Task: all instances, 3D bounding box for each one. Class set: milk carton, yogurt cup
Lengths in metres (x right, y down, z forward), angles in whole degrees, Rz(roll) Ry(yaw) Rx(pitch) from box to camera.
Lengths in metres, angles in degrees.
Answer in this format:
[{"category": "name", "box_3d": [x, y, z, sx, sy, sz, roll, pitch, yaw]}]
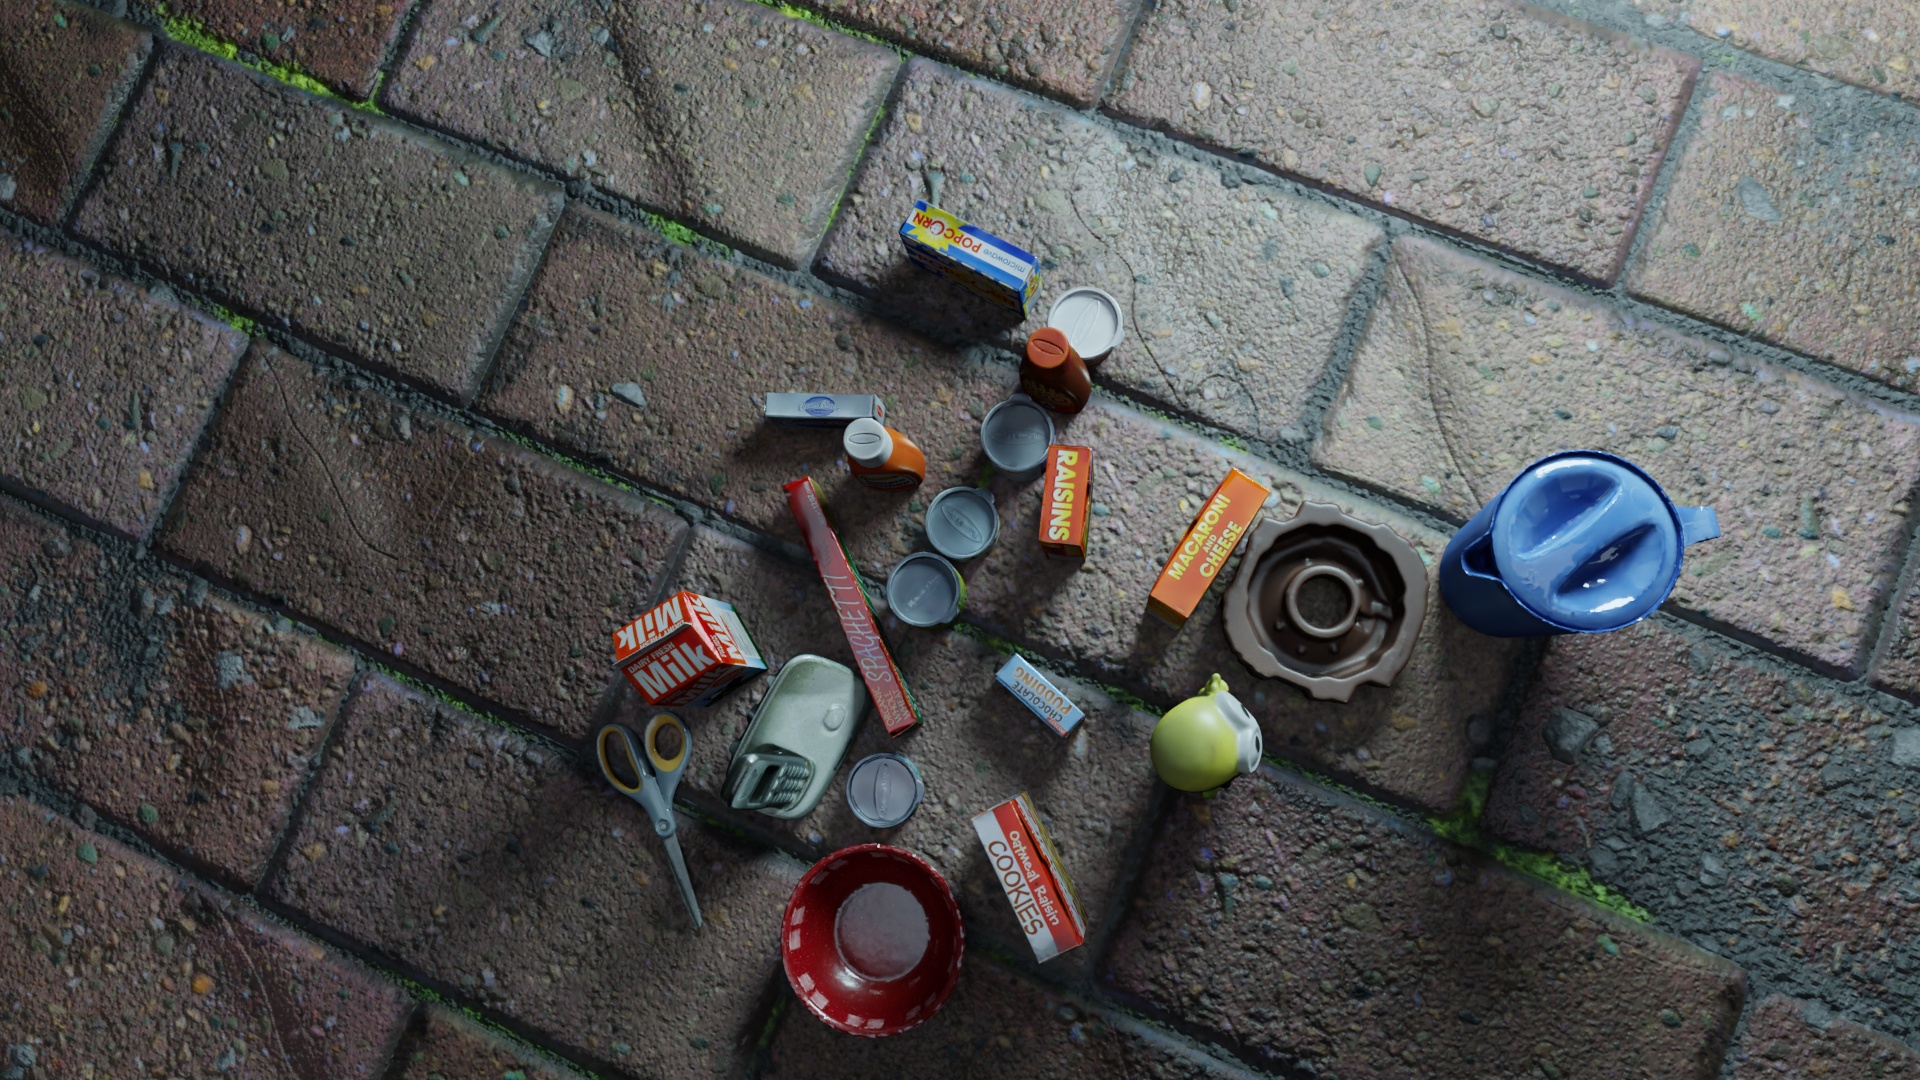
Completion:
[{"category": "milk carton", "box_3d": [-0.236, 0.095, 1.199, 0.072, 0.190, 0.073, -31, 80, 2]}, {"category": "yogurt cup", "box_3d": [0.114, -0.192, 1.270, 0.072, 0.054, 0.072, -1, 82, 7]}]

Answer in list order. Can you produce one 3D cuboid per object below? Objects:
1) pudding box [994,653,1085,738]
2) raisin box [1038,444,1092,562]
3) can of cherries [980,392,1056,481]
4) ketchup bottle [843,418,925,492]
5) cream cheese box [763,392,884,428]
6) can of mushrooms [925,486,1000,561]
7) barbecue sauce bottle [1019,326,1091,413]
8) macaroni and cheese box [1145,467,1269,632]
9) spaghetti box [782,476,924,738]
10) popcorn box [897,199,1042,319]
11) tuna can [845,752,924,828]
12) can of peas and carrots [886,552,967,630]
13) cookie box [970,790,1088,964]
[{"category": "pudding box", "box_3d": [0.071, 0.138, 1.228, 0.084, 0.049, 0.030, 42, 89, 11]}, {"category": "raisin box", "box_3d": [0.094, -0.030, 1.213, 0.040, 0.123, 0.086, 6, 83, 8]}, {"category": "can of cherries", "box_3d": [0.055, -0.093, 1.260, 0.071, 0.058, 0.071, -1, 82, 7]}, {"category": "ketchup bottle", "box_3d": [-0.072, -0.076, 1.226, 0.065, 0.148, 0.043, -2, 82, 7]}, {"category": "cream cheese box", "box_3d": [-0.125, -0.120, 1.288, 0.104, 0.053, 0.024, 2, 82, 7]}, {"category": "can of mushrooms", "box_3d": [0.005, -0.016, 1.267, 0.071, 0.033, 0.071, -1, 82, 7]}, {"category": "barbecue sauce bottle", "box_3d": [0.081, -0.150, 1.219, 0.065, 0.148, 0.043, 23, 86, 9]}, {"category": "macaroni and cheese box", "box_3d": [0.205, 0.012, 1.172, 0.040, 0.166, 0.124, 33, 87, 10]}, {"category": "spaghetti box", "box_3d": [-0.097, 0.060, 1.259, 0.029, 0.050, 0.250, -25, 80, 3]}, {"category": "popcorn box", "box_3d": [0.011, -0.257, 1.276, 0.127, 0.085, 0.038, 28, 86, 10]}, {"category": "tuna can", "box_3d": [-0.065, 0.222, 1.240, 0.071, 0.033, 0.071, -1, 82, 7]}, {"category": "can of peas and carrots", "box_3d": [-0.027, 0.048, 1.249, 0.071, 0.058, 0.071, -1, 82, 7]}, {"category": "cookie box", "box_3d": [0.061, 0.273, 1.149, 0.040, 0.167, 0.123, -27, 80, 3]}]
